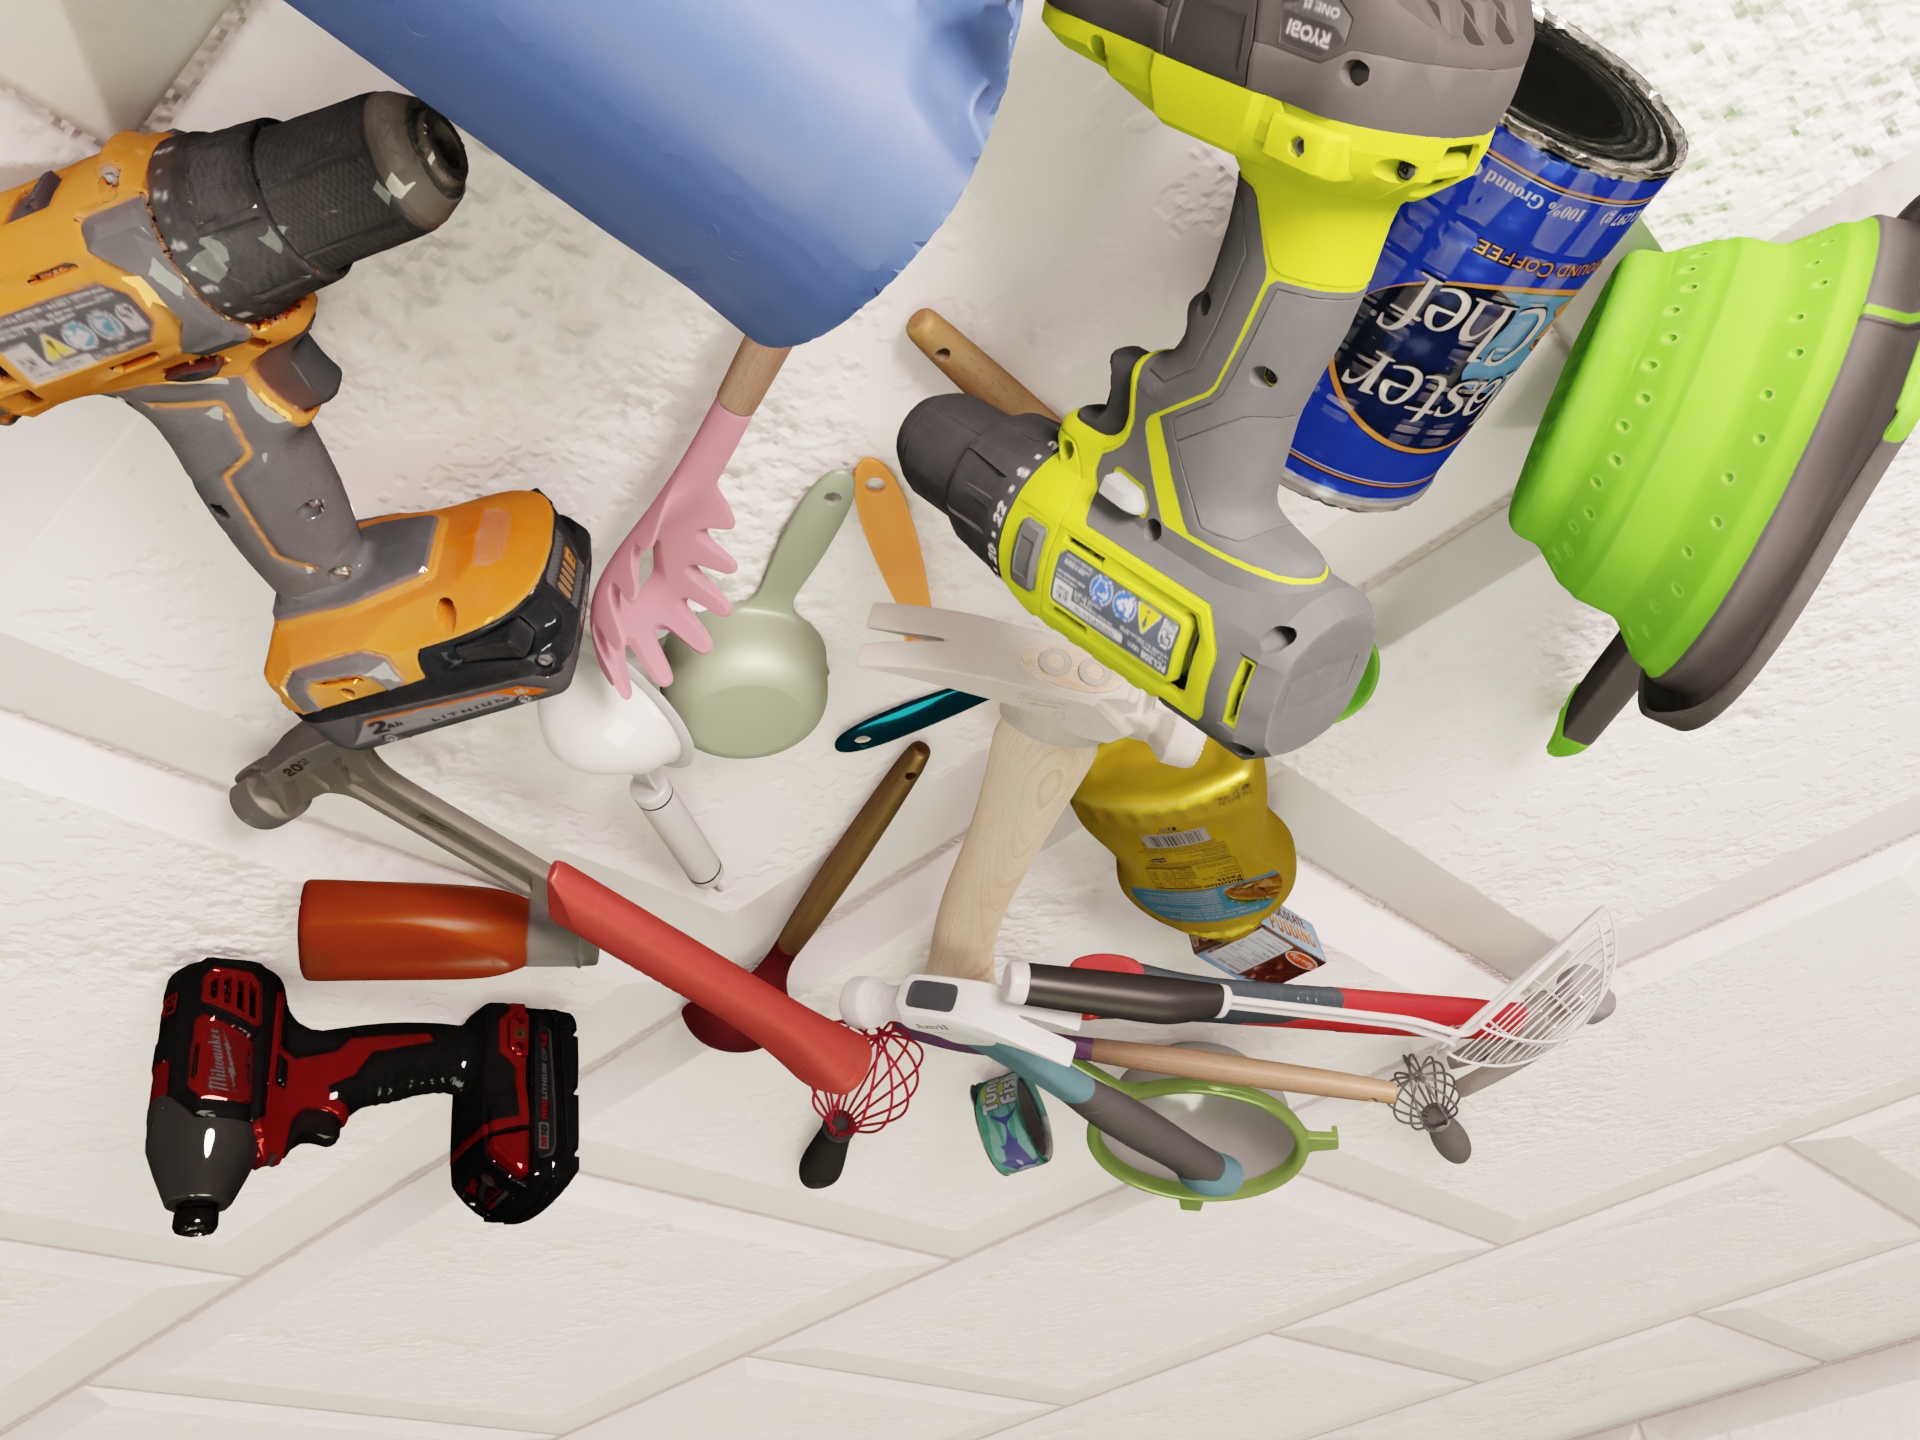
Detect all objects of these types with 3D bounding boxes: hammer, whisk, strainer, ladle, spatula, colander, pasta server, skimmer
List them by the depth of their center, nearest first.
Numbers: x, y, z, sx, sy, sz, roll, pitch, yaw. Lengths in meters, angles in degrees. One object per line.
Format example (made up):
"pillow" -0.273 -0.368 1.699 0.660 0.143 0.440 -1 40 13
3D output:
"pasta server" -0.063 -0.126 0.556 0.060 0.040 0.316 -24 157 -50
"colander" 0.272 -0.077 0.661 0.094 0.204 0.396 23 162 13
"strainer" -0.147 0.031 0.745 0.087 0.050 0.258 25 158 20
"hammer" -0.166 0.097 0.783 0.149 0.037 0.358 -21 135 35
"hammer" 0.005 0.076 0.813 0.146 0.038 0.410 15 149 0
"ladle" -0.085 0.110 0.887 0.069 0.031 0.315 13 136 -22
"skimmer" 0.199 0.137 0.893 0.363 0.090 0.127 8 144 -12
"hammer" 0.076 0.228 0.966 0.128 0.033 0.330 -7 147 39
"spatula" 0.108 0.209 0.989 0.316 0.018 0.059 5 145 15
"hammer" 0.226 0.188 0.997 0.386 0.038 0.143 9 141 -27
"whisk" -0.078 0.267 1.072 0.073 0.073 0.295 1 148 -14
"strainer" 0.123 0.242 1.088 0.256 0.069 0.151 33 131 -20
"whisk" 0.370 0.309 1.229 0.055 0.055 0.238 -21 146 15

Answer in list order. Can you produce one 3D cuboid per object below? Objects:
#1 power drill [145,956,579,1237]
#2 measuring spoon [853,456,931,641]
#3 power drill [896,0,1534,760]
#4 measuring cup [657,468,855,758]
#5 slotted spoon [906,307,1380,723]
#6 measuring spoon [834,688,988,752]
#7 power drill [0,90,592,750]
"power drill" -0.328 0.215 0.875 0.219 0.143 0.078 15 139 -32
"measuring spoon" -0.026 -0.070 0.678 0.021 0.011 0.116 -11 140 7
"power drill" 0.061 -0.124 0.494 0.080 0.191 0.228 -21 136 -38
"measuring cup" -0.078 -0.039 0.678 0.083 0.038 0.167 9 141 -23
"slotted spoon" 0.085 -0.079 0.675 0.070 0.031 0.313 -32 136 27
"measuring spoon" -0.001 -0.002 0.758 0.128 0.021 0.042 -21 141 13
"power drill" -0.208 -0.097 0.539 0.185 0.084 0.225 -15 139 14
